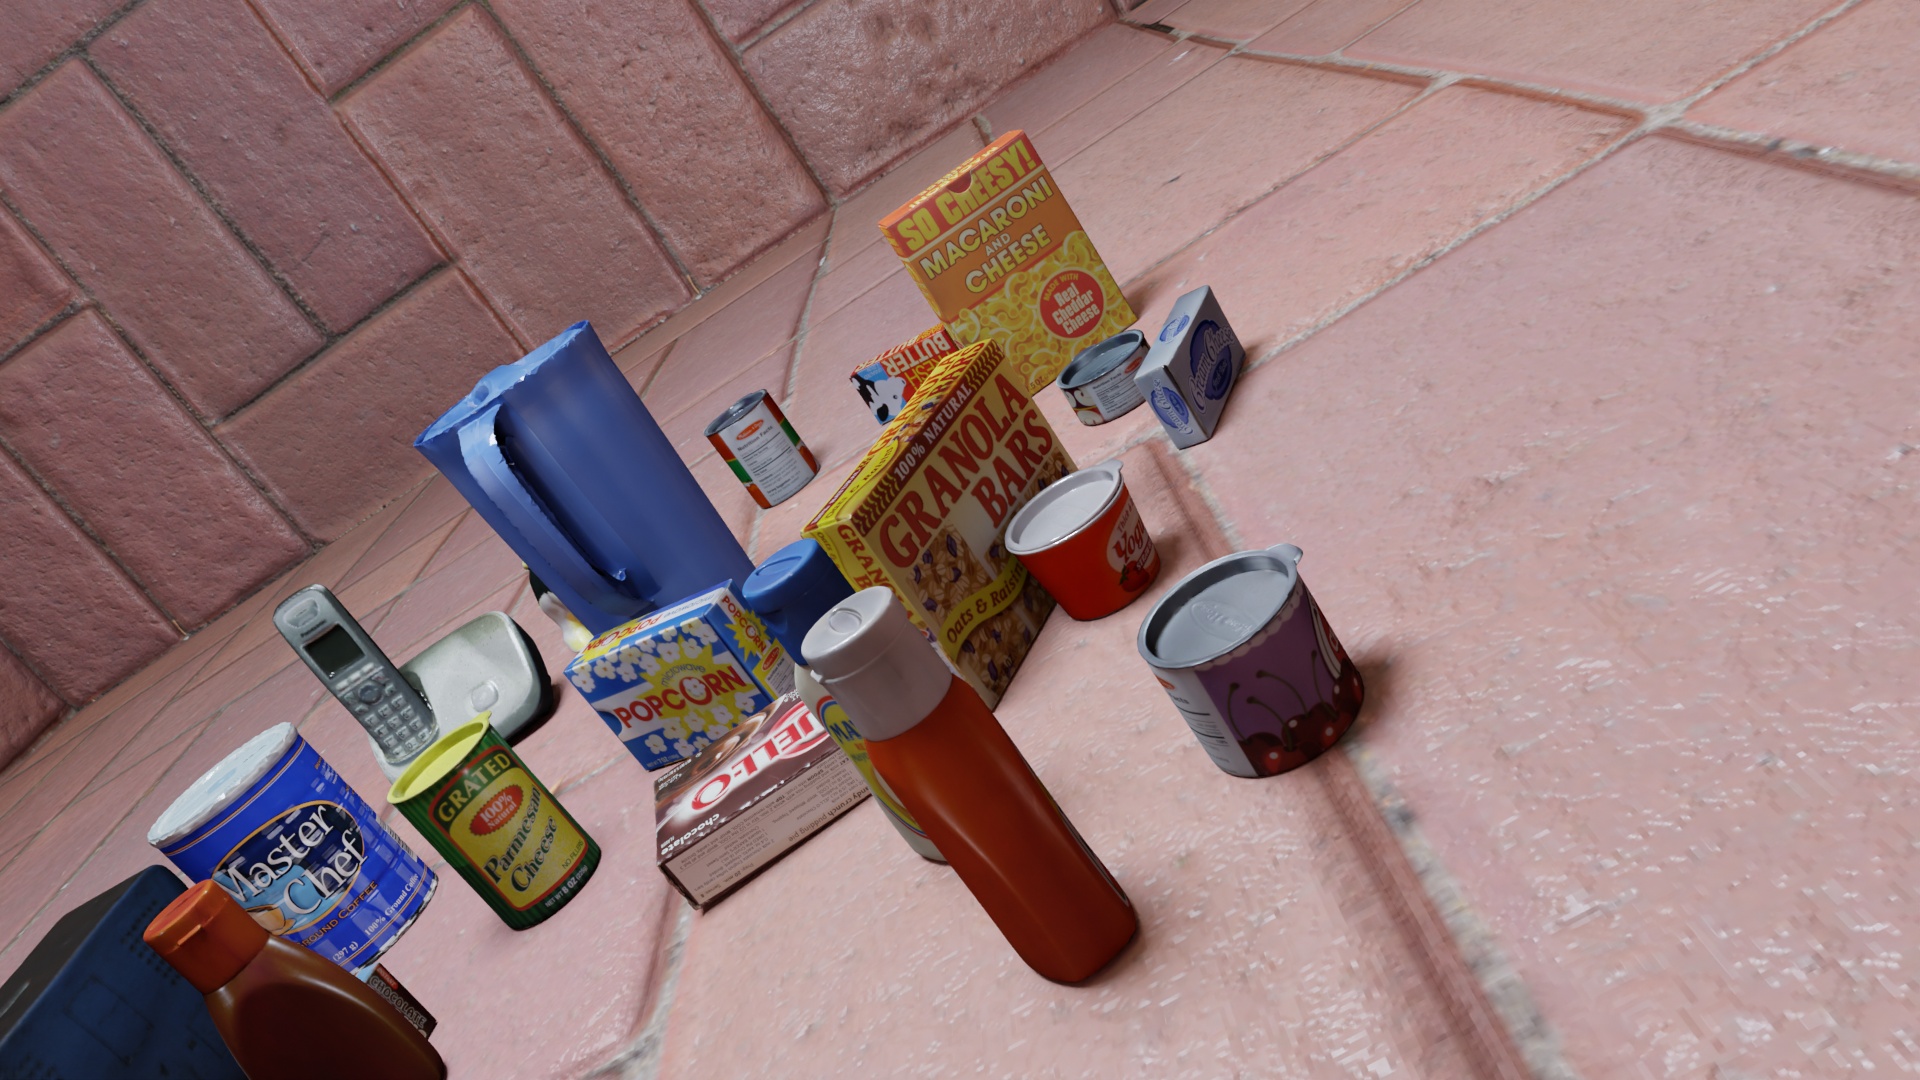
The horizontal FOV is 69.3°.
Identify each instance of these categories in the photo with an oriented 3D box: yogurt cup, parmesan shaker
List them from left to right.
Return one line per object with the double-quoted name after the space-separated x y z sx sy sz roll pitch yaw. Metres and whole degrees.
-0.258 0.157 0.780 0.071 0.103 0.071 -30 20 13 "parmesan shaker"
0.064 0.003 0.697 0.072 0.054 0.073 -30 20 13 "yogurt cup"

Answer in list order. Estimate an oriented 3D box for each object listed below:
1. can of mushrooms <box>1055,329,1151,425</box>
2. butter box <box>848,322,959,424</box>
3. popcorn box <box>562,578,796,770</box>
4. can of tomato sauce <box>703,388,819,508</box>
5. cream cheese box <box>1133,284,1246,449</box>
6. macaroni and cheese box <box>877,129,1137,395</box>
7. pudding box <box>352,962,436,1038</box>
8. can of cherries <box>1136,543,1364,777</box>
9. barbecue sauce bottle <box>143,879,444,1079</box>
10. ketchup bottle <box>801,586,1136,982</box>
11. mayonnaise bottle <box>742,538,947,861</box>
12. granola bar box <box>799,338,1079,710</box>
0.099 -0.109 0.922 0.071 0.033 0.071 -30 21 13 "can of mushrooms"
-0.039 -0.143 1.189 0.103 0.053 0.024 -23 23 28 "butter box"
-0.162 0.082 0.826 0.126 0.085 0.038 -22 24 32 "popcorn box"
-0.172 -0.080 1.209 0.071 0.083 0.071 -30 20 13 "can of tomato sauce"
0.138 -0.104 0.822 0.024 0.053 0.104 -20 25 36 "cream cheese box"
0.037 -0.199 1.029 0.124 0.166 0.040 -36 20 -3 "macaroni and cheese box"
-0.327 0.261 0.733 0.083 0.049 0.030 -27 21 21 "pudding box"
0.112 0.045 0.523 0.071 0.058 0.072 -30 20 13 "can of cherries"
-0.316 0.224 0.656 0.065 0.148 0.043 -41 21 -17 "barbecue sauce bottle"
0.002 0.083 0.476 0.043 0.148 0.065 -40 20 -12 "ketchup bottle"
-0.032 0.067 0.566 0.064 0.147 0.041 -15 28 44 "mayonnaise bottle"
0.003 -0.009 0.718 0.039 0.124 0.166 -18 26 39 "granola bar box"
